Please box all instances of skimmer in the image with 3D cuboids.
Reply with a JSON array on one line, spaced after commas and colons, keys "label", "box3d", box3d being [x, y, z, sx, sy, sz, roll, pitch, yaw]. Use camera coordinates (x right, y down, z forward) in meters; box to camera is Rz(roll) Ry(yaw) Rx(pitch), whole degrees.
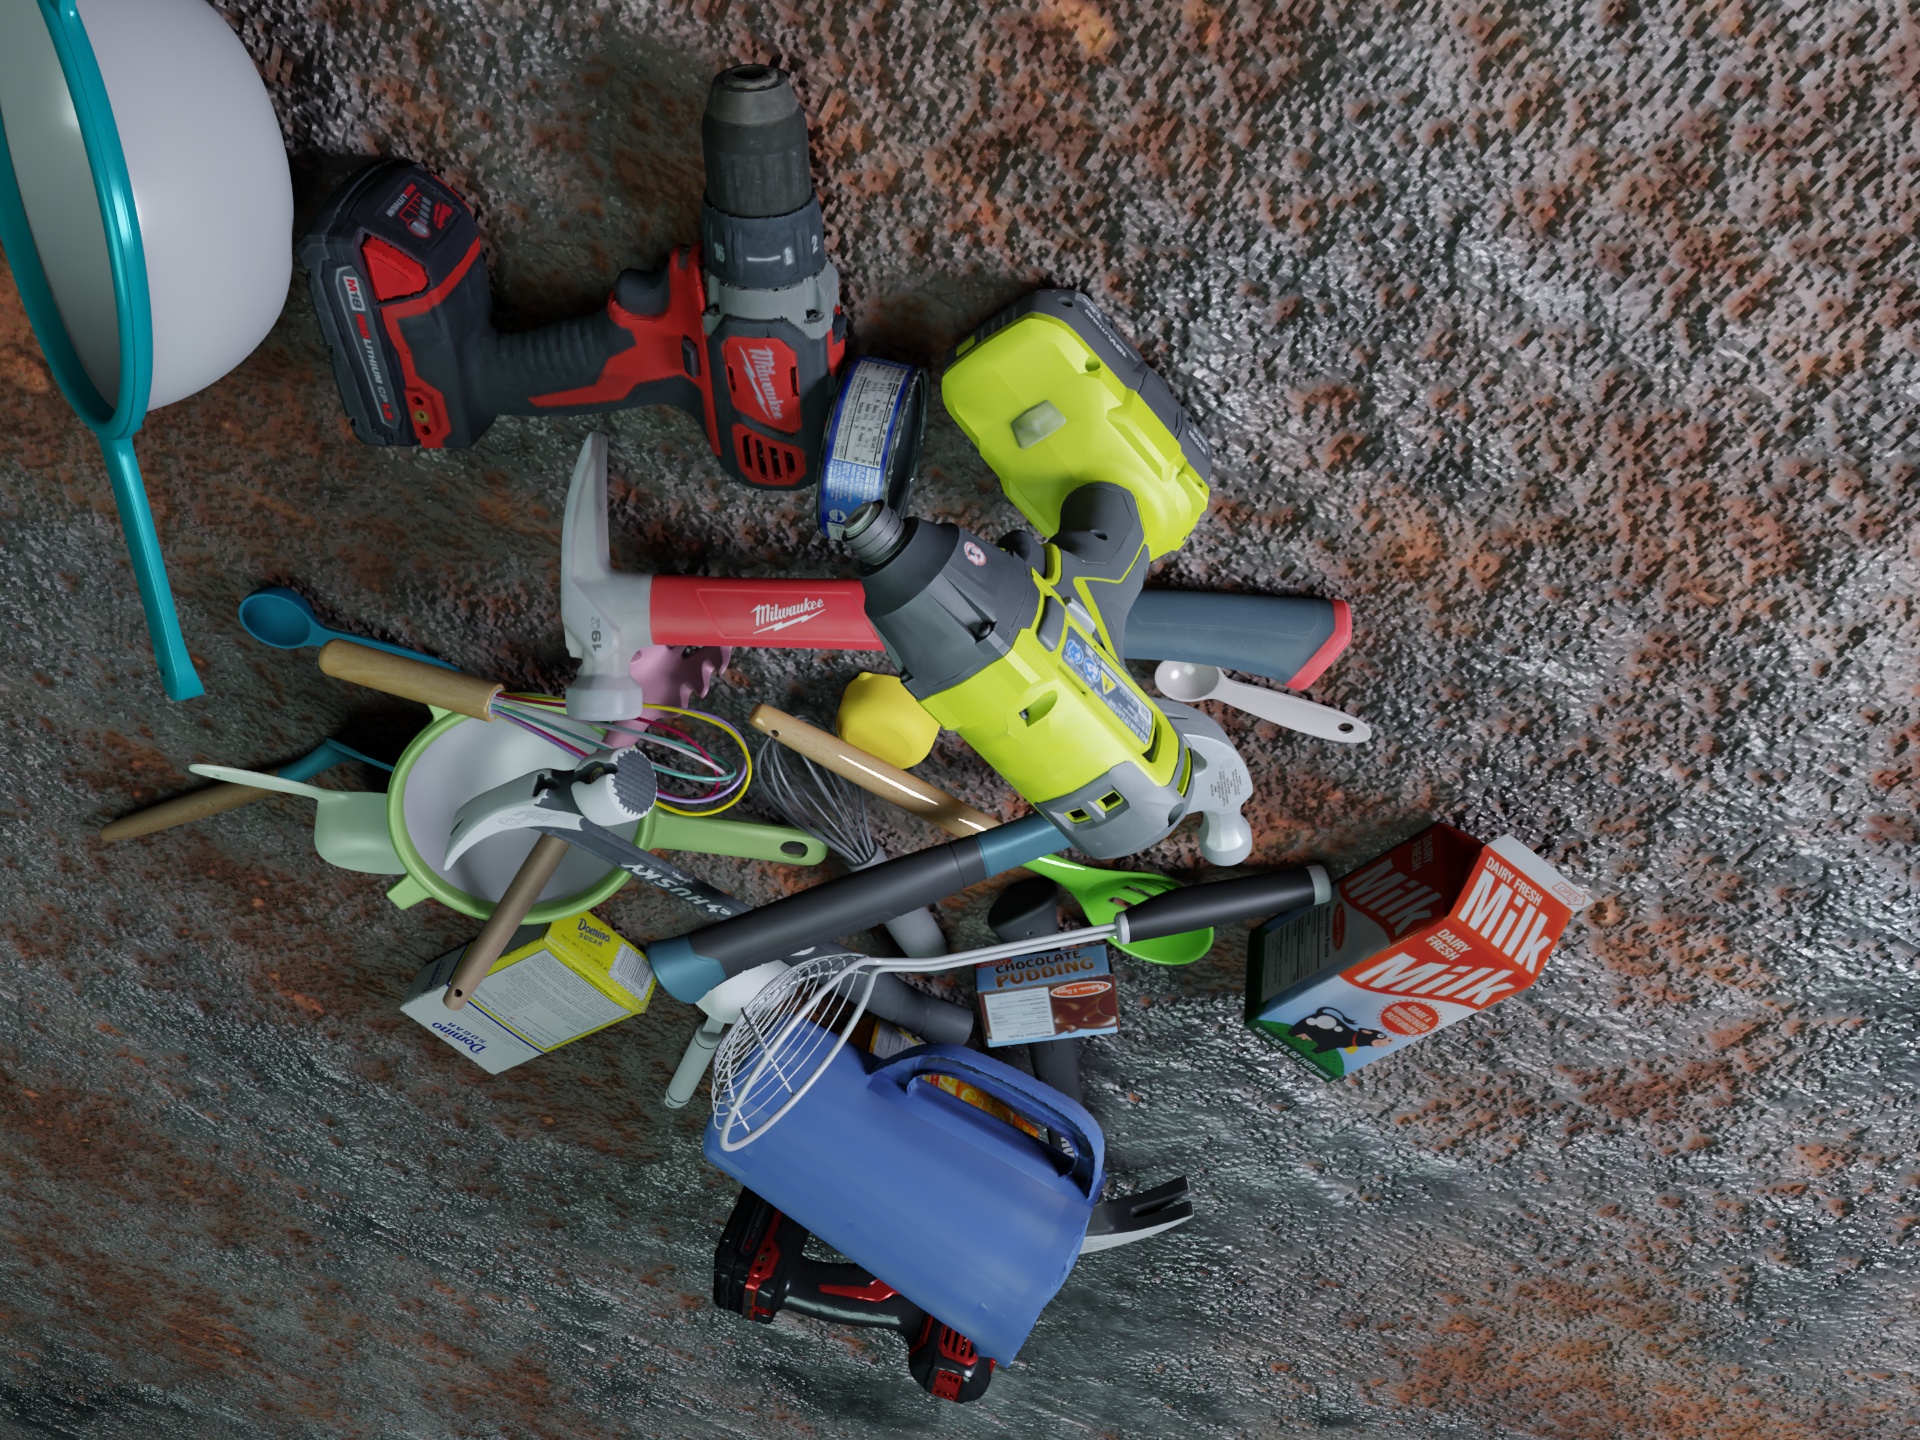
[{"label": "skimmer", "box3d": [0.038, 0.156, 0.887, 0.363, 0.090, 0.127, -11, 156, -4]}]

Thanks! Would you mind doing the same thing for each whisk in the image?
[{"label": "whisk", "box3d": [-0.056, 0.081, 0.951, 0.055, 0.055, 0.238, -10, 134, 22]}, {"label": "whisk", "box3d": [-0.228, 0.000, 0.842, 0.245, 0.051, 0.047, 16, 117, 7]}]

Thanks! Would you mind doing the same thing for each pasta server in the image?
[{"label": "pasta server", "box3d": [-0.216, 0.047, 0.891, 0.060, 0.040, 0.316, 35, 107, -3]}]

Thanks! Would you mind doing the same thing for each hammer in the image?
[{"label": "hammer", "box3d": [-0.003, -0.066, 0.786, 0.386, 0.038, 0.143, 2, 96, 3]}, {"label": "hammer", "box3d": [0.070, 0.237, 1.050, 0.146, 0.035, 0.334, -8, 124, 3]}, {"label": "hammer", "box3d": [-0.116, 0.124, 0.925, 0.149, 0.036, 0.408, -13, 147, 30]}, {"label": "hammer", "box3d": [-0.002, 0.078, 0.840, 0.331, 0.033, 0.128, -20, 133, -6]}]

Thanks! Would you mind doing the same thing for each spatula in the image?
[{"label": "spatula", "box3d": [-0.453, 0.051, 1.022, 0.317, 0.044, 0.082, -15, 154, 27]}]

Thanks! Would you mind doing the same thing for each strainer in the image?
[{"label": "strainer", "box3d": [-0.173, 0.218, 1.114, 0.086, 0.050, 0.258, 12, 139, -17]}, {"label": "strainer", "box3d": [-0.339, -0.173, 0.696, 0.211, 0.095, 0.340, 28, 128, 43]}, {"label": "strainer", "box3d": [-0.207, 0.048, 0.955, 0.256, 0.069, 0.151, 9, 114, -18]}]

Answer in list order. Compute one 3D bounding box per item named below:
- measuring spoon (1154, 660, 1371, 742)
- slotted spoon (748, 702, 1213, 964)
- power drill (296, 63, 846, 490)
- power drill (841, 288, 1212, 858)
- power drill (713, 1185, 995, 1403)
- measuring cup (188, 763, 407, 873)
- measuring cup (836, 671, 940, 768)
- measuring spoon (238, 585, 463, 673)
[{"label": "measuring spoon", "box3d": [0.159, -0.014, 0.832, 0.124, 0.018, 0.034, 18, 134, -12]}, {"label": "slotted spoon", "box3d": [0.018, 0.063, 0.900, 0.313, 0.031, 0.070, 28, 133, -23]}, {"label": "power drill", "box3d": [-0.163, -0.195, 0.699, 0.226, 0.080, 0.187, 6, 134, 5]}, {"label": "power drill", "box3d": [0.034, -0.075, 0.656, 0.080, 0.223, 0.171, -28, 121, 33]}, {"label": "power drill", "box3d": [-0.066, 0.411, 1.205, 0.219, 0.143, 0.078, 17, 136, 7]}, {"label": "measuring cup", "box3d": [-0.385, 0.061, 0.950, 0.083, 0.038, 0.167, -10, 160, 31]}, {"label": "measuring cup", "box3d": [-0.001, -0.003, 0.851, 0.156, 0.029, 0.062, -8, 135, 35]}, {"label": "measuring spoon", "box3d": [-0.351, -0.050, 0.927, 0.128, 0.021, 0.042, 19, 134, -16]}]
